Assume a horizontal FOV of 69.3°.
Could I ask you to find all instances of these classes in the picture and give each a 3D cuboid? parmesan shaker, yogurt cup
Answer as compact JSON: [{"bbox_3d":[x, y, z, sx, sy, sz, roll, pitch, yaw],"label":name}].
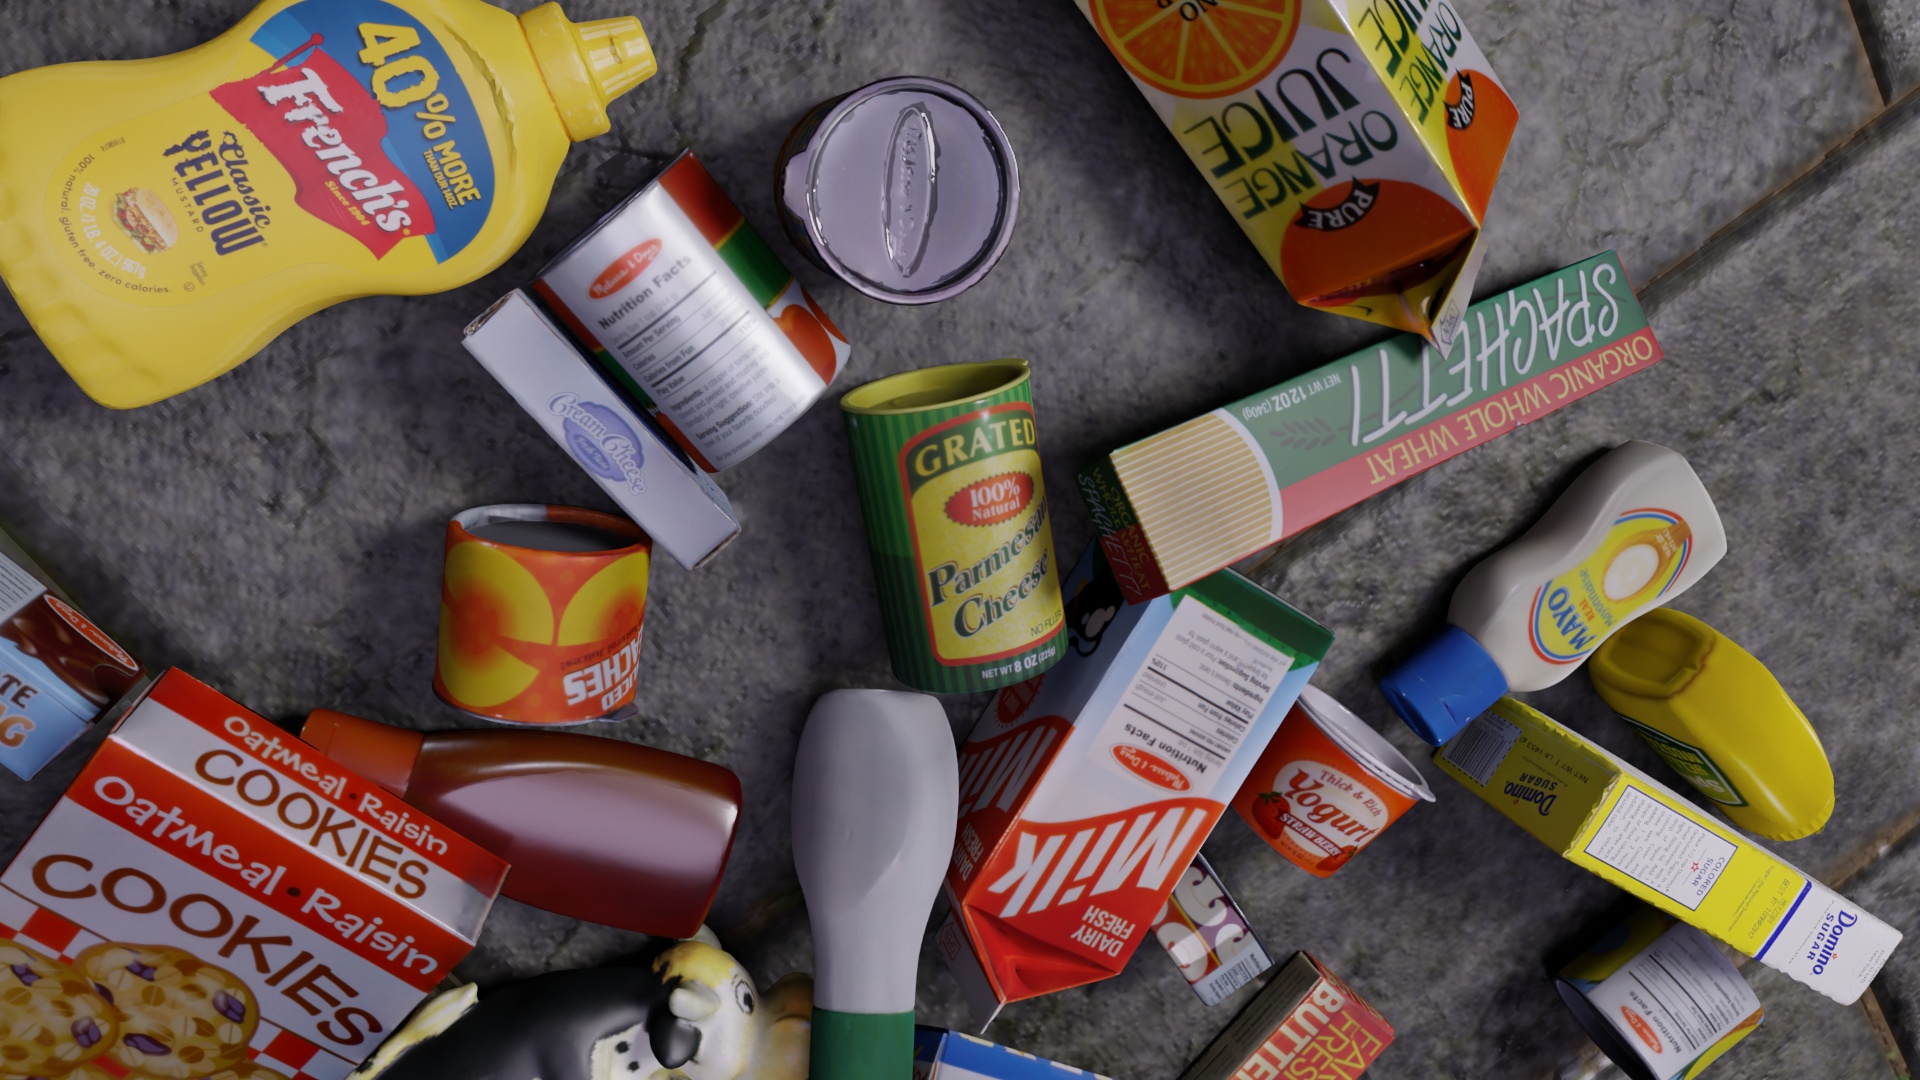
[{"bbox_3d":[0.002,-0.006,0.490,0.071,0.071,0.102,-14,108,-10],"label":"parmesan shaker"},{"bbox_3d":[0.142,0.096,0.554,0.072,0.072,0.054,33,103,-20],"label":"yogurt cup"}]

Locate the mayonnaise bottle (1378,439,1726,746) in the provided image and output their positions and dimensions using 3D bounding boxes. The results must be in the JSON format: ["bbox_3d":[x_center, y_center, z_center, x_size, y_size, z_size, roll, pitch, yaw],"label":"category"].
[{"bbox_3d":[0.241,0.026,0.571,0.148,0.041,0.064,-39,112,-3],"label":"mayonnaise bottle"}]

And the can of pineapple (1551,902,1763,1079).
[{"bbox_3d":[0.312,0.206,0.626,0.058,0.071,0.071,-37,110,-2],"label":"can of pineapple"}]

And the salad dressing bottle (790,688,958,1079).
[{"bbox_3d":[-0.033,0.129,0.497,0.044,0.064,0.148,18,70,-53],"label":"salad dressing bottle"}]

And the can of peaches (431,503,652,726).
[{"bbox_3d":[-0.136,0.023,0.461,0.071,0.071,0.058,5,102,-15],"label":"can of peaches"}]

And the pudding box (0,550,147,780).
[{"bbox_3d":[-0.304,0.030,0.430,0.030,0.050,0.083,-43,110,1],"label":"pudding box"}]

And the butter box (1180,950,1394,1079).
[{"bbox_3d":[0.136,0.235,0.609,0.053,0.024,0.103,42,91,-19],"label":"butter box"}]

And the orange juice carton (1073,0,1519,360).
[{"bbox_3d":[0.122,-0.152,0.465,0.192,0.073,0.072,47,51,-20],"label":"orange juice carton"}]

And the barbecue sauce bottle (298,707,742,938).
[{"bbox_3d":[-0.156,0.095,0.488,0.148,0.044,0.064,18,99,-17],"label":"barbecue sauce bottle"}]

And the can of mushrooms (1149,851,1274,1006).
[{"bbox_3d":[0.090,0.147,0.554,0.033,0.071,0.071,-36,110,-2],"label":"can of mushrooms"}]

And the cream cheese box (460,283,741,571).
[{"bbox_3d":[-0.117,-0.038,0.458,0.024,0.053,0.103,-42,110,-2],"label":"cream cheese box"}]

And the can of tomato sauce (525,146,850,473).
[{"bbox_3d":[-0.086,-0.074,0.451,0.071,0.071,0.083,-41,111,-1],"label":"can of tomato sauce"}]

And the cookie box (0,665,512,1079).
[{"bbox_3d":[-0.248,0.134,0.452,0.123,0.040,0.167,38,111,-20],"label":"cookie box"}]

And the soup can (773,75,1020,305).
[{"bbox_3d":[-0.026,-0.113,0.445,0.071,0.084,0.071,-4,105,-13],"label":"soup can"}]

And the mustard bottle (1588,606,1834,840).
[{"bbox_3d":[0.338,0.091,0.603,0.160,0.065,0.049,40,88,-24],"label":"mustard bottle"}]

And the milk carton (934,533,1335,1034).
[{"bbox_3d":[0.048,0.089,0.523,0.073,0.072,0.190,30,94,-19],"label":"milk carton"}]

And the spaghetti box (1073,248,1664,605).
[{"bbox_3d":[0.155,-0.047,0.497,0.251,0.028,0.050,-23,88,-24],"label":"spaghetti box"}]

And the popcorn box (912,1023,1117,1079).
[{"bbox_3d":[0.025,0.223,0.543,0.127,0.085,0.038,24,65,-19],"label":"popcorn box"}]
